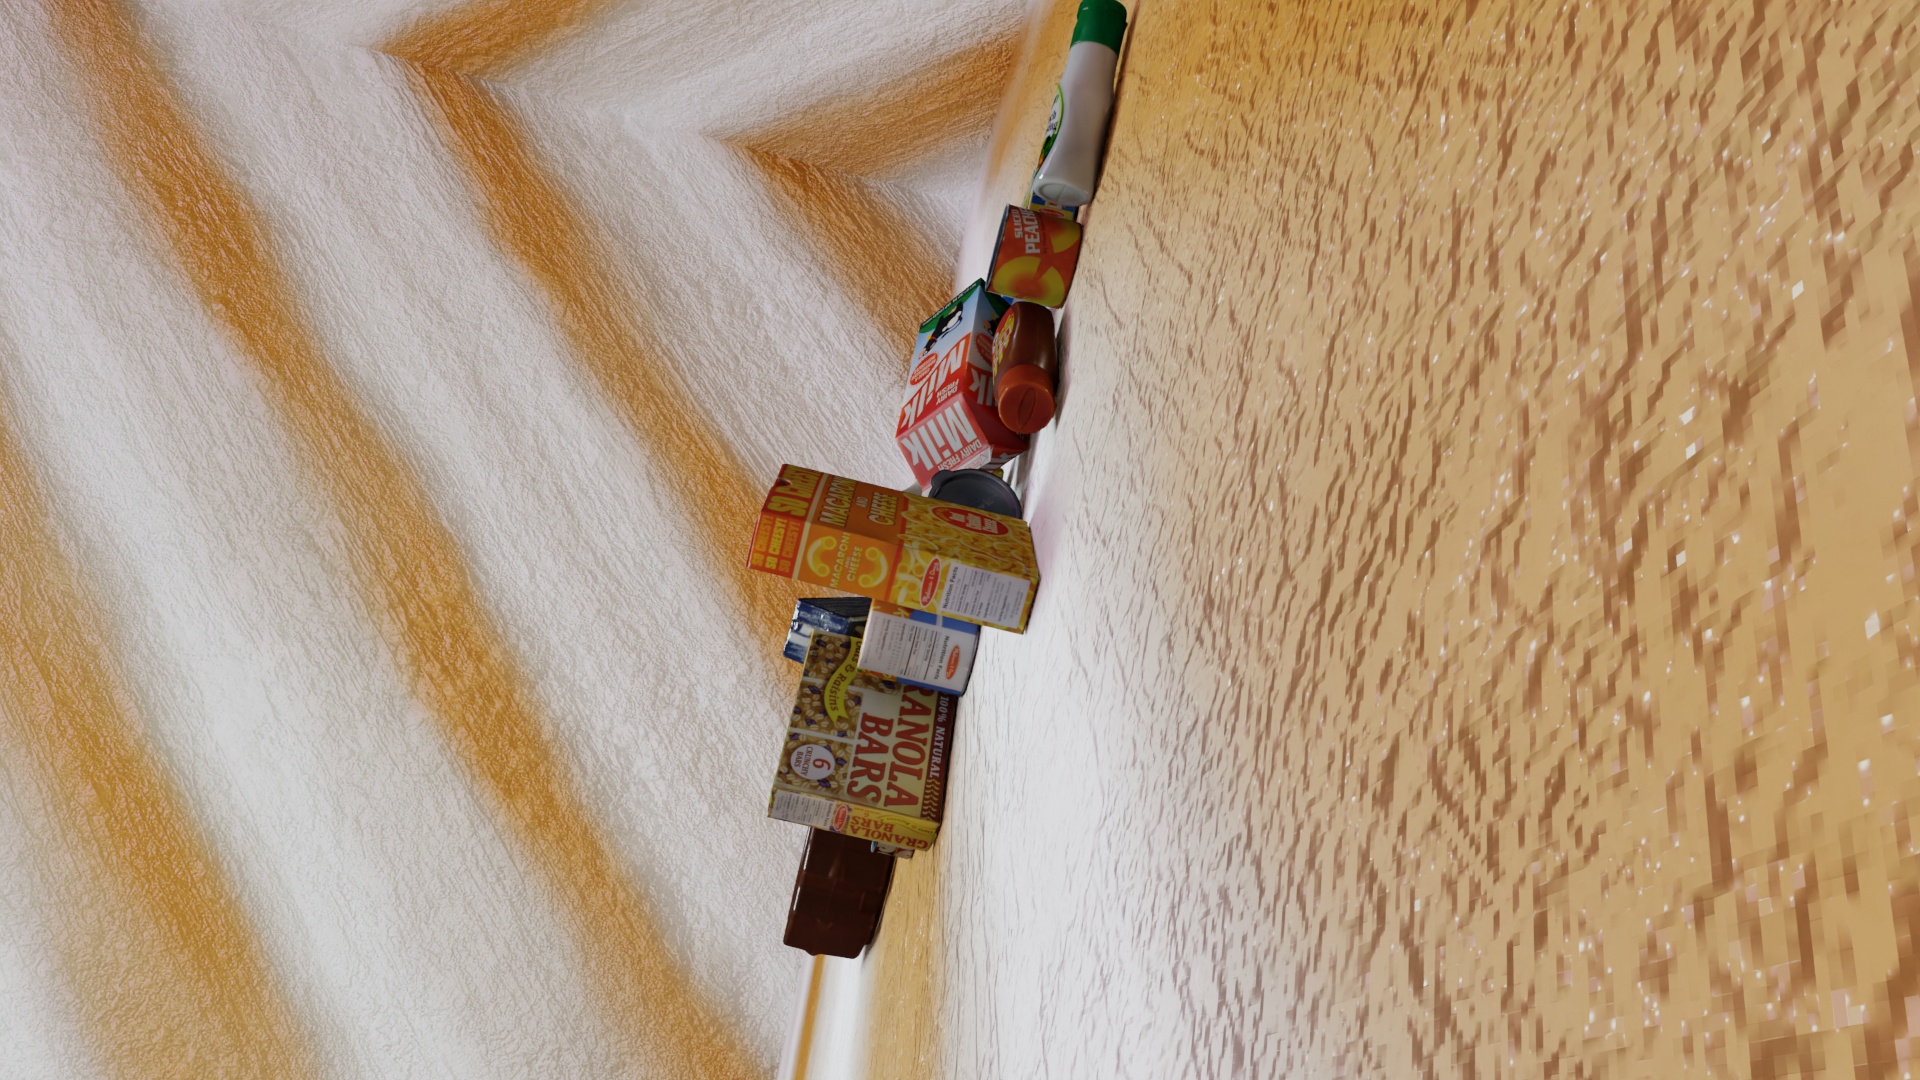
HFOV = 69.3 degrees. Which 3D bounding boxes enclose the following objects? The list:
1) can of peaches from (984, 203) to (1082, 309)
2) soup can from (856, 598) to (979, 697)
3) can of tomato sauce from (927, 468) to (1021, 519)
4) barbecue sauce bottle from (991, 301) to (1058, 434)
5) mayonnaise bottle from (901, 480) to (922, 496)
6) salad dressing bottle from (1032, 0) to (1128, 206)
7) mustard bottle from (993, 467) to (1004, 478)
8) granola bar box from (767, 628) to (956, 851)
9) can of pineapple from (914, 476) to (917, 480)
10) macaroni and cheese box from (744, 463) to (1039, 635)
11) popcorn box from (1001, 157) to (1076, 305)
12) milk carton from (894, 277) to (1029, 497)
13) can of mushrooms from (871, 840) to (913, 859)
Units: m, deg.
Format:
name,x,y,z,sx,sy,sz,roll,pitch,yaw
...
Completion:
name,x,y,z,sx,sy,sz,roll,pitch,yaw
can of peaches,0.054,-0.210,1.022,0.071,0.058,0.071,-161,85,-86
soup can,-0.033,0.079,1.072,0.071,0.084,0.071,-161,85,-86
can of tomato sauce,0.001,-0.003,0.986,0.082,0.071,0.071,110,172,-58
barbecue sauce bottle,0.044,-0.115,0.953,0.149,0.044,0.064,-87,13,-65
mayonnaise bottle,-0.022,-0.029,1.166,0.149,0.041,0.064,-40,-33,-48
salad dressing bottle,0.089,-0.318,1.003,0.064,0.044,0.148,123,160,-80
mustard bottle,0.004,-0.014,1.111,0.065,0.049,0.159,-84,8,-77
granola bar box,-0.070,0.149,1.065,0.166,0.124,0.038,-82,7,-50
can of pineapple,-0.005,-0.077,1.302,0.071,0.071,0.057,-106,30,-81
macaroni and cheese box,-0.039,0.001,0.855,0.124,0.166,0.040,-93,18,-74
popcorn box,0.063,-0.241,1.128,0.126,0.038,0.085,117,166,-72
milk carton,0.006,-0.107,1.055,0.072,0.073,0.191,-32,32,33
can of mushrooms,-0.052,0.233,1.172,0.071,0.033,0.071,-163,86,-85
